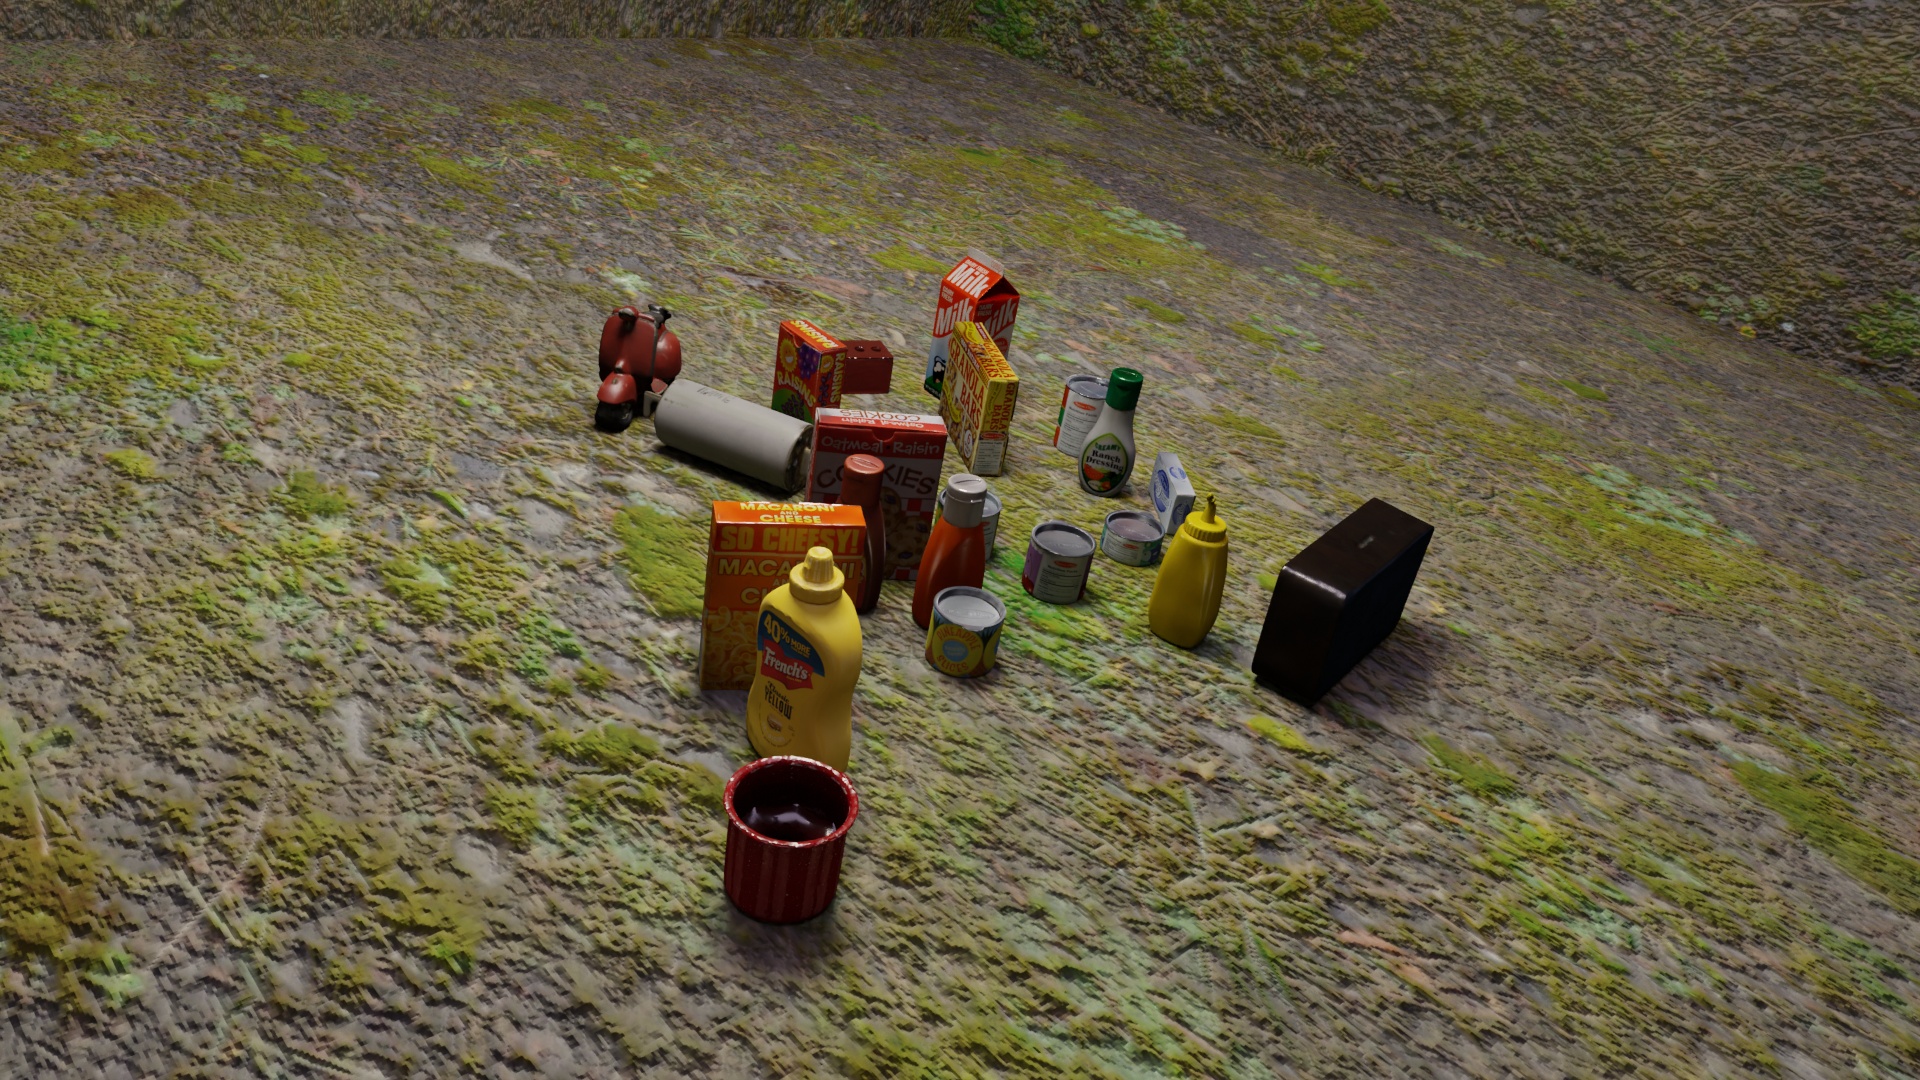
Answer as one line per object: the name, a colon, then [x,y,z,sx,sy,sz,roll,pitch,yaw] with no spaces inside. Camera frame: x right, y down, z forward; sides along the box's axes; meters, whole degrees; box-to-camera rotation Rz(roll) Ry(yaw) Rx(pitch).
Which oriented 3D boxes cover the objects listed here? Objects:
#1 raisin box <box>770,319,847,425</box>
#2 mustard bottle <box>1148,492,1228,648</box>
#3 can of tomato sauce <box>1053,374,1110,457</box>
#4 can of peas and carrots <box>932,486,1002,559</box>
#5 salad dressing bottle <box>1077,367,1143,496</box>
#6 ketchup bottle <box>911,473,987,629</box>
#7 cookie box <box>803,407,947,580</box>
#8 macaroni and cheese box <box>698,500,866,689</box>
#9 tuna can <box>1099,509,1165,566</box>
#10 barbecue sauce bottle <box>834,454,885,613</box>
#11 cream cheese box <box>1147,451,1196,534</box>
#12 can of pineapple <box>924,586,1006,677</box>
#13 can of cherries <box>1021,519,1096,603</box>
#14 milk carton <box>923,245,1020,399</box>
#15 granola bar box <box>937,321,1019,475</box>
raisin box: [-0.175,-0.179,1.585,0.040,0.122,0.086,-15,38,-38]
mustard bottle: [0.225,0.024,1.329,0.065,0.159,0.049,26,33,25]
can of tomato sauce: [0.153,-0.151,1.684,0.071,0.082,0.071,8,30,-5]
can of peas and carrots: [0.005,-0.018,1.431,0.071,0.058,0.071,8,30,-5]
salad dressing bottle: [0.174,-0.123,1.579,0.064,0.146,0.044,16,30,9]
ketchup bottle: [-0.004,0.011,1.288,0.065,0.148,0.044,-8,35,-30]
cookie box: [-0.086,-0.042,1.333,0.123,0.166,0.040,3,30,-14]
macaroni and cheese box: [-0.151,0.047,1.159,0.124,0.165,0.040,2,31,-16]
tuna can: [0.185,-0.003,1.492,0.071,0.032,0.071,8,30,-5]
barbecue sauce bottle: [-0.098,-0.007,1.288,0.065,0.147,0.044,21,31,17]
cream cheese box: [0.239,-0.054,1.576,0.024,0.053,0.104,6,30,-9]
can of pineapple: [0.003,0.084,1.256,0.071,0.057,0.071,8,30,-5]
can of cherries: [0.098,0.021,1.395,0.071,0.058,0.072,8,30,-5]
milk carton: [0.016,-0.265,1.728,0.074,0.189,0.072,-14,38,-37]
granola bar box: [0.020,-0.168,1.629,0.039,0.123,0.166,1,31,-17]
